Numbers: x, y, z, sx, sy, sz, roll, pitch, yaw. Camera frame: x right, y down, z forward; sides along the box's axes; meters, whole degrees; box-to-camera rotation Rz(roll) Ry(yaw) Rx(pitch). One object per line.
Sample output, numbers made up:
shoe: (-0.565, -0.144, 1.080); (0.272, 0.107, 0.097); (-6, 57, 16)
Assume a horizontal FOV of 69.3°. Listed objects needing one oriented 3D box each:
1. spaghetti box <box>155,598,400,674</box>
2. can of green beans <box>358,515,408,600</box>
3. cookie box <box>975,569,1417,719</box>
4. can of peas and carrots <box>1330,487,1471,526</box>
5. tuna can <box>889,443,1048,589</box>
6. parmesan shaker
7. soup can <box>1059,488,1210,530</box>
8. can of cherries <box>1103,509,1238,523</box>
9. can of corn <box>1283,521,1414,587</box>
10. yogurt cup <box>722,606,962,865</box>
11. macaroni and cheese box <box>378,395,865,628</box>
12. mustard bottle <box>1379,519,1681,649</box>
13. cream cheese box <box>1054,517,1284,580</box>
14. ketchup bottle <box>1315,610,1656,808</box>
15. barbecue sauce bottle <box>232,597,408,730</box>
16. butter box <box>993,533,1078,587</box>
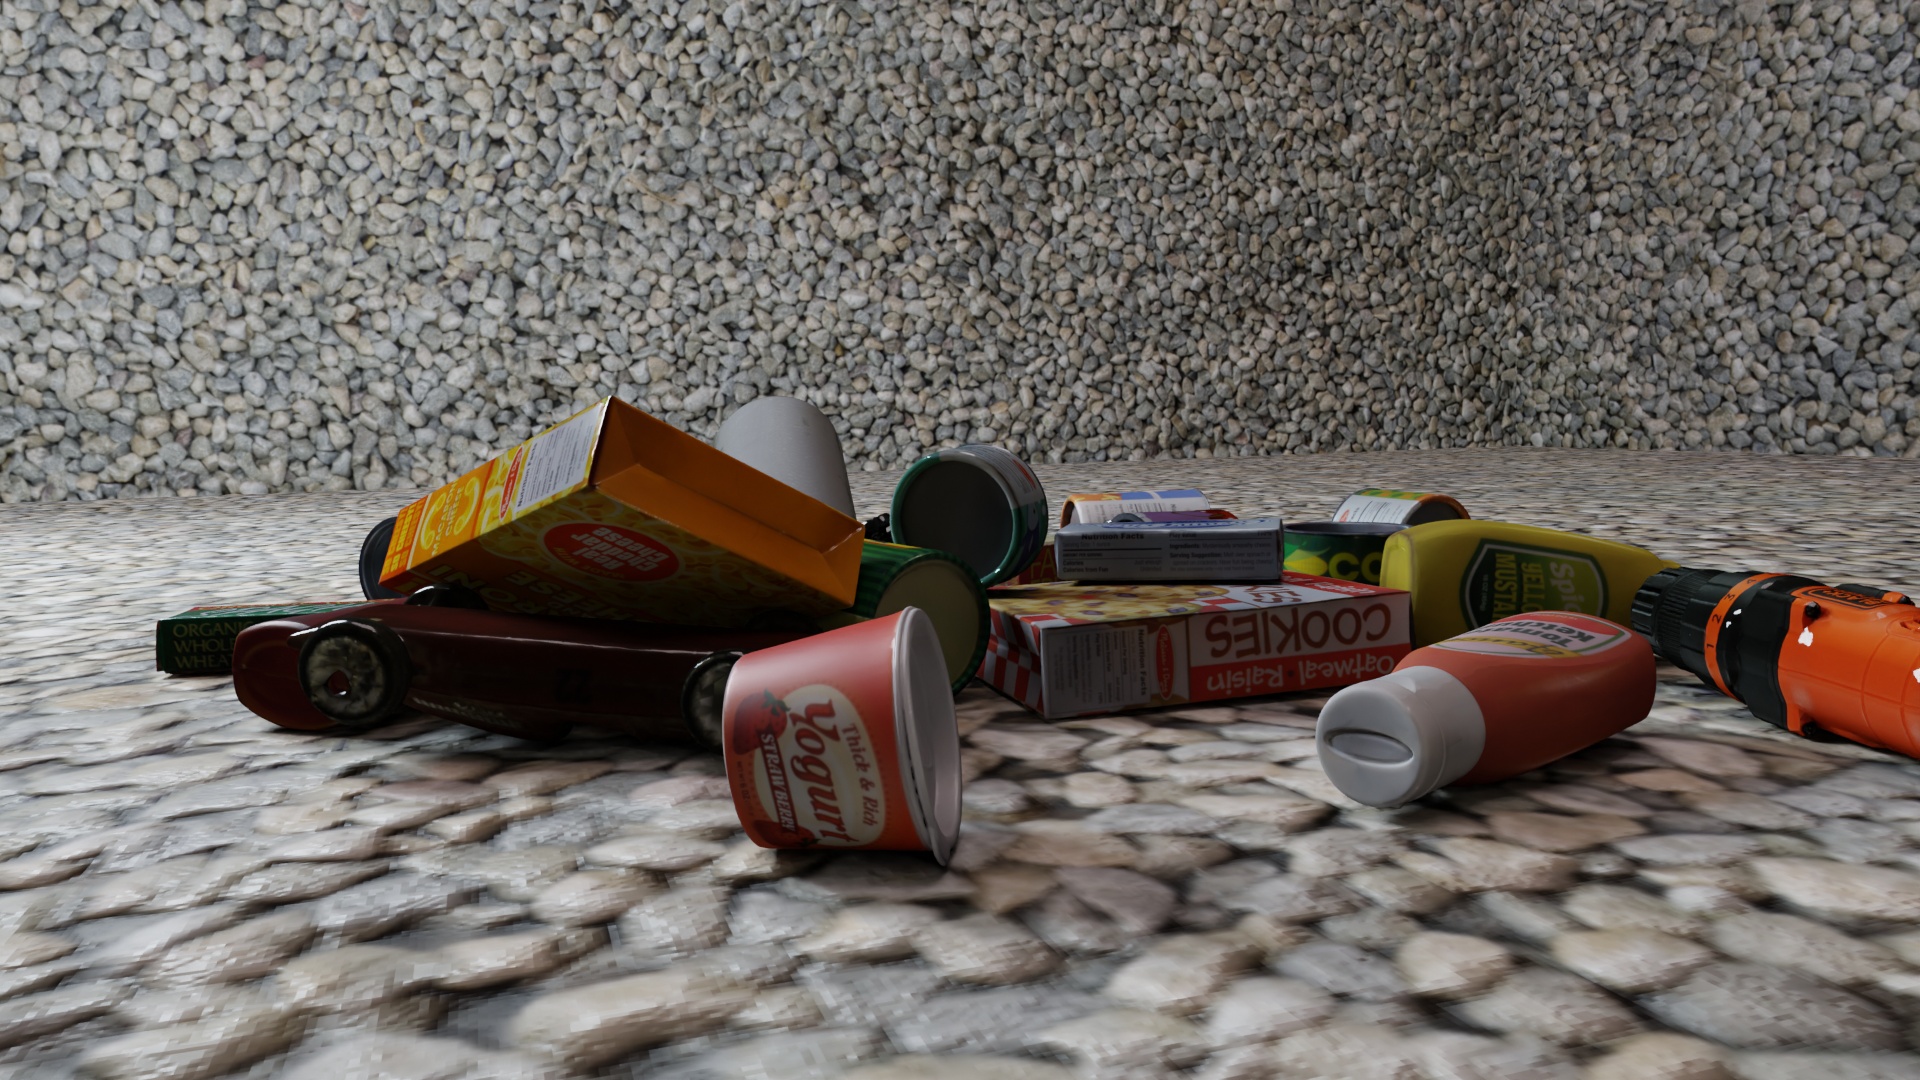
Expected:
spaghetti box: (-0.271, 0.045, 0.713); (0.250, 0.028, 0.050); (-2, 5, -10)
can of green beans: (-0.314, 0.016, 0.834); (0.071, 0.071, 0.058); (0, 5, 18)
cookie box: (0.094, 0.041, 0.615); (0.168, 0.040, 0.123); (-4, 6, -17)
can of peas and carrots: (0.267, 0.003, 0.835); (0.071, 0.071, 0.058); (-4, 6, -26)
tuna can: (0.002, -0.008, 0.627); (0.071, 0.071, 0.033); (1, 8, 24)
parmesan shaker: (-0.042, 0.034, 0.602); (0.071, 0.071, 0.103); (-5, 9, -38)
soup can: (0.110, 0.002, 0.882); (0.084, 0.071, 0.071); (-3, 5, -10)
can of cherries: (0.112, 0.015, 0.725); (0.058, 0.071, 0.071); (-3, 6, -23)
can of corn: (0.193, 0.022, 0.692); (0.071, 0.058, 0.071); (-1, 5, 0)
yogurt cup: (-0.032, 0.055, 0.387); (0.054, 0.072, 0.072); (-9, 4, 9)
macaroni and cheese box: (-0.140, 0.006, 0.569); (0.166, 0.040, 0.123); (-17, -34, 41)
mustard bottle: (0.275, 0.025, 0.630); (0.160, 0.065, 0.049); (2, 1, -2)
cream cheese box: (0.099, 0.004, 0.652); (0.104, 0.024, 0.053); (-1, 6, 13)
ketchup bottle: (0.170, 0.054, 0.453); (0.064, 0.043, 0.149); (4, 8, 45)
barbecue sauce bottle: (-0.240, 0.047, 0.614); (0.065, 0.043, 0.149); (8, 8, 18)
butter box: (0.059, 0.022, 0.750); (0.104, 0.053, 0.024); (-8, 11, -44)
